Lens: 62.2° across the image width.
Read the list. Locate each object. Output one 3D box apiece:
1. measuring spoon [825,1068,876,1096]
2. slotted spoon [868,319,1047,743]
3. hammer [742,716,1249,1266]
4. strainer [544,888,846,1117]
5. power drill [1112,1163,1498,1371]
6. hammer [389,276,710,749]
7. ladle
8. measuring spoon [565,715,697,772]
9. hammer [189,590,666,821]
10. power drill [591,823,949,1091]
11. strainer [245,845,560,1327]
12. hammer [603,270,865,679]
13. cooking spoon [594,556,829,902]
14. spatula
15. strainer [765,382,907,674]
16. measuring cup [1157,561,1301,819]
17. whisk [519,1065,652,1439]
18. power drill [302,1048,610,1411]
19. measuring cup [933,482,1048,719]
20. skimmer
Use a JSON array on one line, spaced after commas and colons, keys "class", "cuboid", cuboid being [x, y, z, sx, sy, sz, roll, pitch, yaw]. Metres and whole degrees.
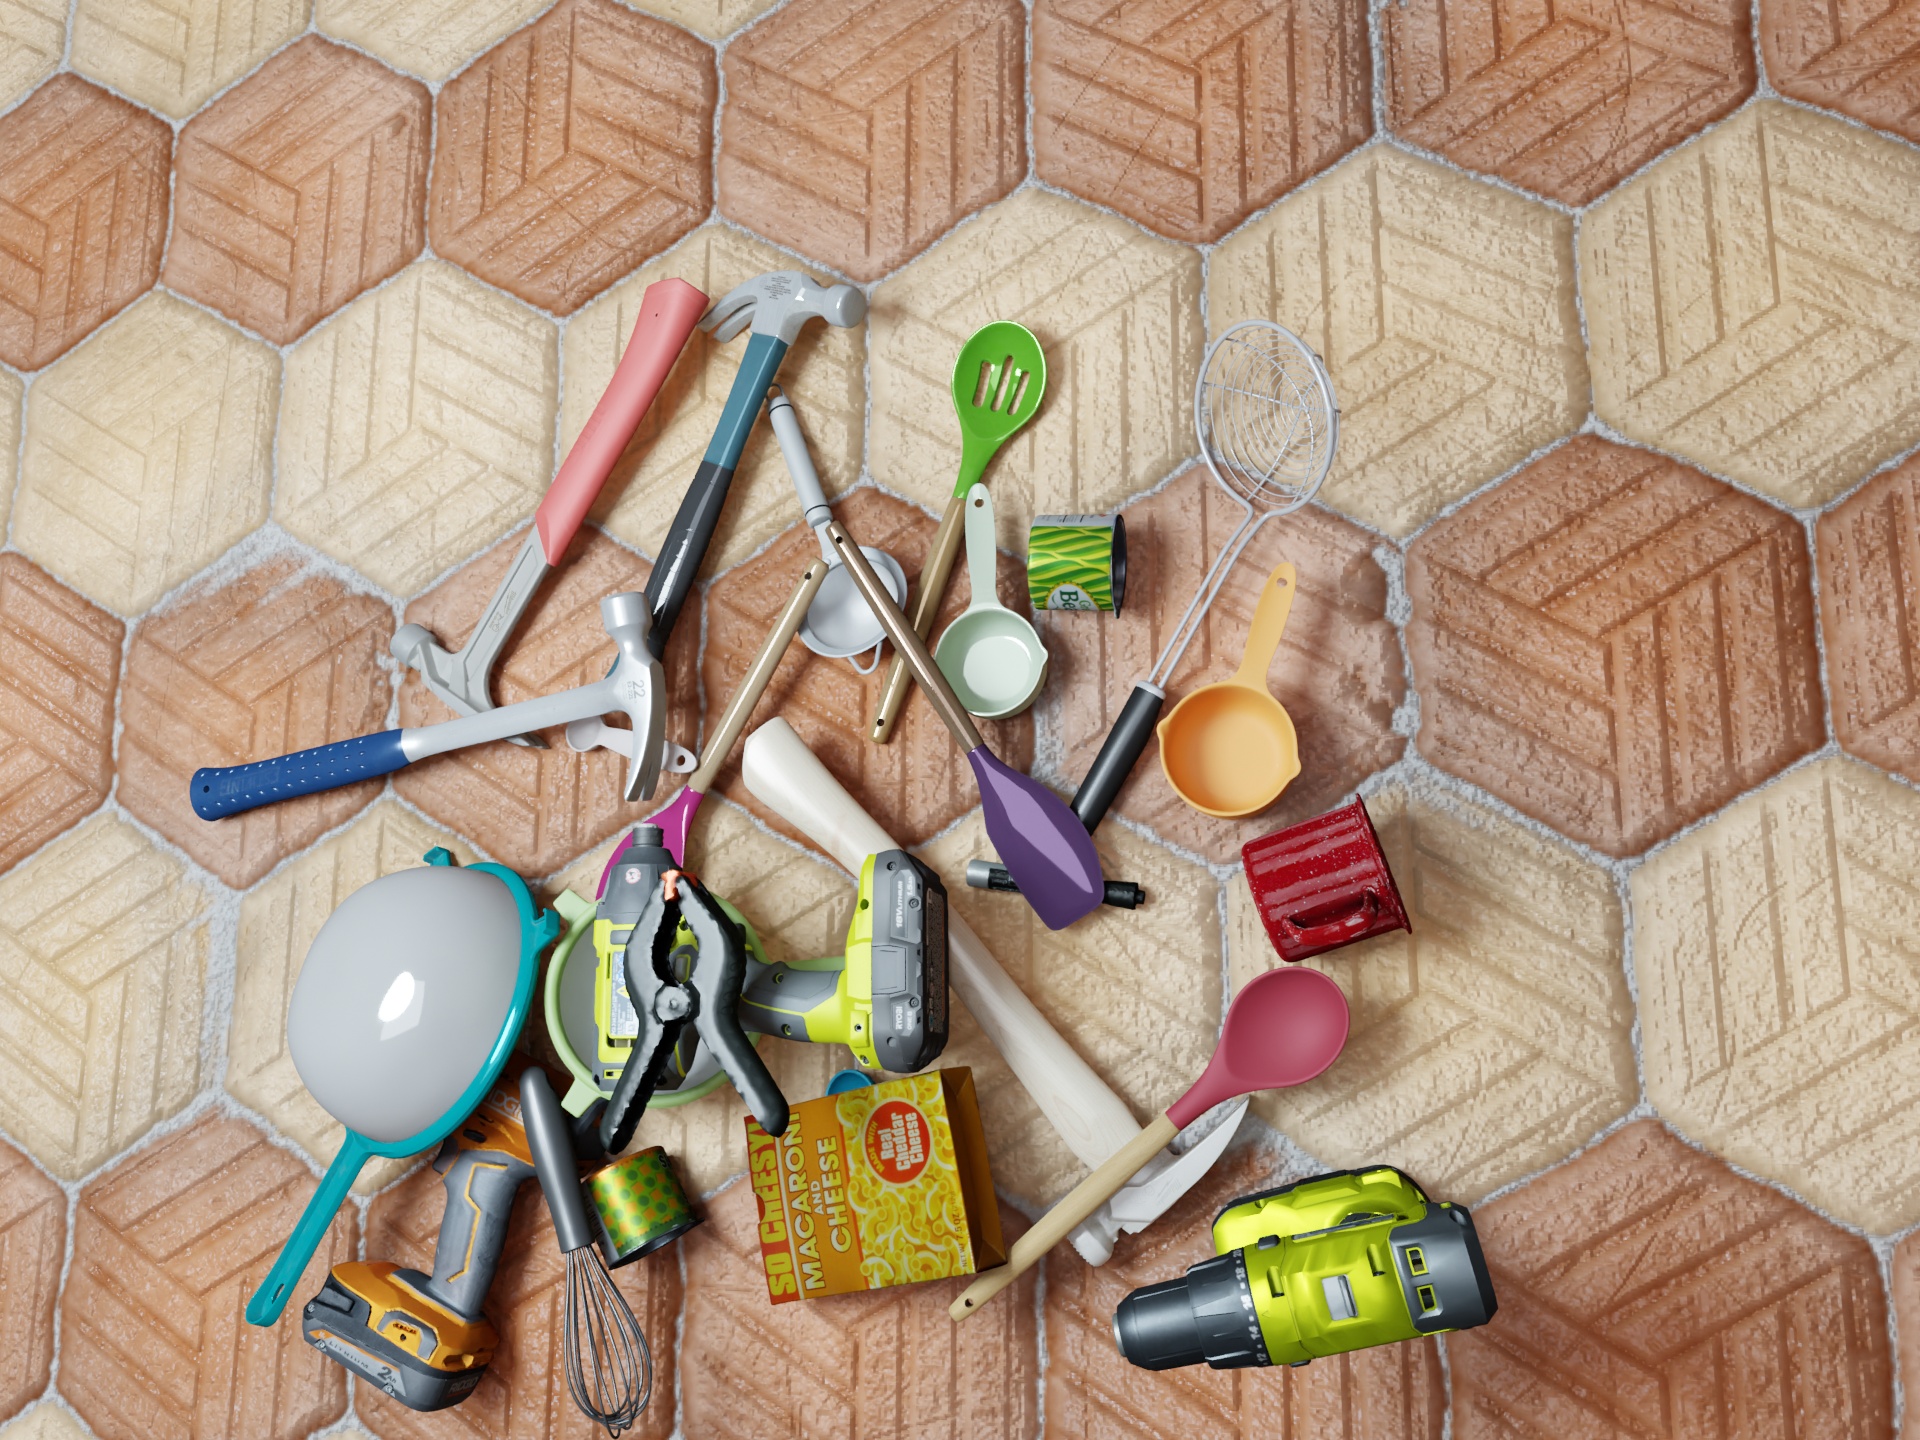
[{"class": "measuring spoon", "cuboid": [-0.080, 0.298, 1.074, 0.042, 0.021, 0.128, 16, 93, 34]}, {"class": "slotted spoon", "cuboid": [-0.010, -0.133, 1.131, 0.070, 0.031, 0.314, 18, 86, 13]}, {"class": "hammer", "cuboid": [0.007, 0.150, 1.049, 0.146, 0.038, 0.411, -42, 79, 2]}, {"class": "strainer", "cuboid": [-0.151, 0.184, 1.094, 0.256, 0.069, 0.151, -5, 76, -5]}, {"class": "power drill", "cuboid": [0.191, 0.310, 0.892, 0.190, 0.228, 0.080, -16, 76, 10]}, {"class": "hammer", "cuboid": [-0.282, -0.161, 1.178, 0.149, 0.036, 0.359, 33, 95, 17]}, {"class": "ladle", "cuboid": [0.113, 0.267, 0.985, 0.315, 0.031, 0.069, -42, 75, 2]}, {"class": "measuring spoon", "cuboid": [-0.235, 0.018, 1.149, 0.124, 0.018, 0.034, 16, 85, 29]}, {"class": "hammer", "cuboid": [-0.394, 0.022, 1.163, 0.405, 0.035, 0.144, -13, 84, 19]}, {"class": "power drill", "cuboid": [-0.124, 0.148, 1.014, 0.223, 0.080, 0.171, -3, 77, 11]}, {"class": "strainer", "cuboid": [-0.417, 0.237, 1.068, 0.211, 0.095, 0.340, 16, 75, 47]}, {"class": "hammer", "cuboid": [-0.182, -0.173, 1.163, 0.128, 0.033, 0.331, 22, 89, 35]}, {"class": "cooking spoon", "cuboid": [-0.174, 0.026, 1.124, 0.069, 0.017, 0.319, 33, 97, 28]}, {"class": "spatula", "cuboid": [-0.002, -0.003, 1.070, 0.060, 0.018, 0.316, -34, 83, 8]}, {"class": "strainer", "cuboid": [-0.097, -0.140, 1.146, 0.087, 0.050, 0.259, -25, 69, 10]}, {"class": "measuring cup", "cuboid": [0.191, -0.017, 1.048, 0.095, 0.052, 0.174, 17, 82, 16]}, {"class": "whisk", "cuboid": [-0.248, 0.339, 1.025, 0.055, 0.055, 0.239, -22, 74, 9]}, {"class": "power drill", "cuboid": [-0.356, 0.333, 1.100, 0.164, 0.084, 0.226, 23, 81, 17]}, {"class": "measuring cup", "cuboid": [0.020, -0.081, 1.108, 0.083, 0.038, 0.168, -6, 77, 12]}, {"class": "skimmer", "cuboid": [0.138, -0.085, 1.053, 0.127, 0.090, 0.363, 29, 90, 49]}]
